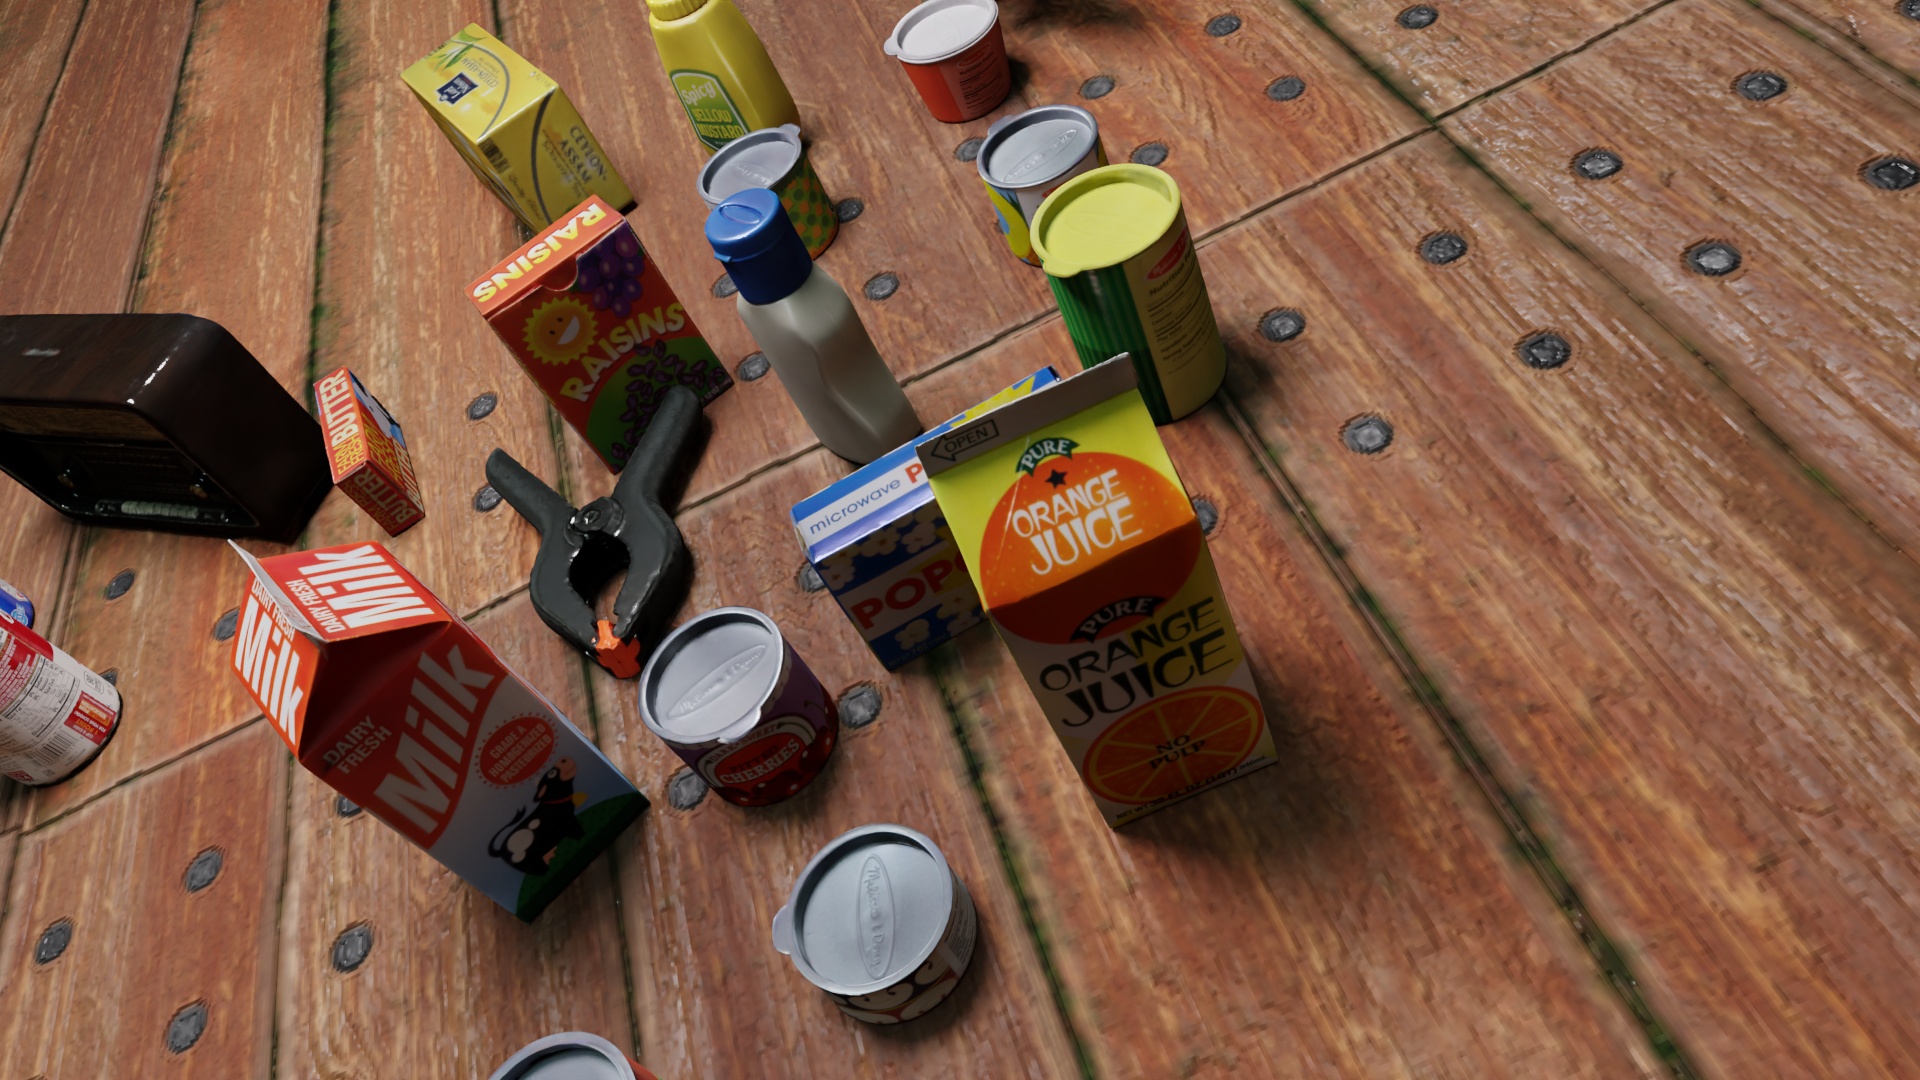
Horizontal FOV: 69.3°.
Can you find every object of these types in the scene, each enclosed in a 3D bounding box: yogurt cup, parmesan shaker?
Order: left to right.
[{"bbox_3d":[-0.002,-0.295,0.853,0.072,0.053,0.073,-12,49,15],"label":"yogurt cup"},{"bbox_3d":[0.076,-0.107,0.629,0.071,0.102,0.072,-12,49,15],"label":"parmesan shaker"}]

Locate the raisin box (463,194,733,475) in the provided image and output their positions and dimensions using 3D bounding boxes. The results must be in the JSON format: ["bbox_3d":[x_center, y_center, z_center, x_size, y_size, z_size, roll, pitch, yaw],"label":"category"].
[{"bbox_3d":[-0.187,-0.106,0.731,0.086,0.123,0.040,-39,48,-10],"label":"raisin box"}]

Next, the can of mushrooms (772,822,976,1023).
[{"bbox_3d":[-0.031,0.143,0.517,0.071,0.033,0.071,-12,49,15],"label":"can of mushrooms"}]

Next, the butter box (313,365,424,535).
[{"bbox_3d":[-0.343,-0.053,0.804,0.024,0.053,0.104,-32,47,-3],"label":"butter box"}]

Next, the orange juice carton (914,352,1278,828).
[{"bbox_3d":[0.049,0.015,0.479,0.072,0.192,0.073,-23,47,5],"label":"orange juice carton"}]

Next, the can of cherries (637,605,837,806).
[{"bbox_3d":[-0.092,0.072,0.586,0.071,0.058,0.072,-12,49,15],"label":"can of cherries"}]

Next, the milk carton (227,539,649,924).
[{"bbox_3d":[-0.212,0.070,0.551,0.073,0.189,0.072,-46,49,-15],"label":"milk carton"}]

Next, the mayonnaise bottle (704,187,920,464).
[{"bbox_3d":[-0.071,-0.098,0.656,0.065,0.147,0.041,25,66,37],"label":"mayonnaise bottle"}]

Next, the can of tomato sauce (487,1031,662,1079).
[{"bbox_3d":[-0.116,0.213,0.463,0.071,0.082,0.071,-12,49,15],"label":"can of tomato sauce"}]

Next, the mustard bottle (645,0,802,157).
[{"bbox_3d":[-0.153,-0.296,0.848,0.065,0.159,0.049,10,58,31],"label":"mustard bottle"}]

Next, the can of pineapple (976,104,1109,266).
[{"bbox_3d":[0.048,-0.190,0.741,0.071,0.057,0.071,-12,49,15],"label":"can of pineapple"}]

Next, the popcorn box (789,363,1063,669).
[{"bbox_3d":[0.002,-0.007,0.592,0.127,0.085,0.038,-29,47,-1],"label":"popcorn box"}]

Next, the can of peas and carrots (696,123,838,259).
[{"bbox_3d":[-0.111,-0.201,0.820,0.071,0.058,0.071,-12,49,15],"label":"can of peas and carrots"}]
